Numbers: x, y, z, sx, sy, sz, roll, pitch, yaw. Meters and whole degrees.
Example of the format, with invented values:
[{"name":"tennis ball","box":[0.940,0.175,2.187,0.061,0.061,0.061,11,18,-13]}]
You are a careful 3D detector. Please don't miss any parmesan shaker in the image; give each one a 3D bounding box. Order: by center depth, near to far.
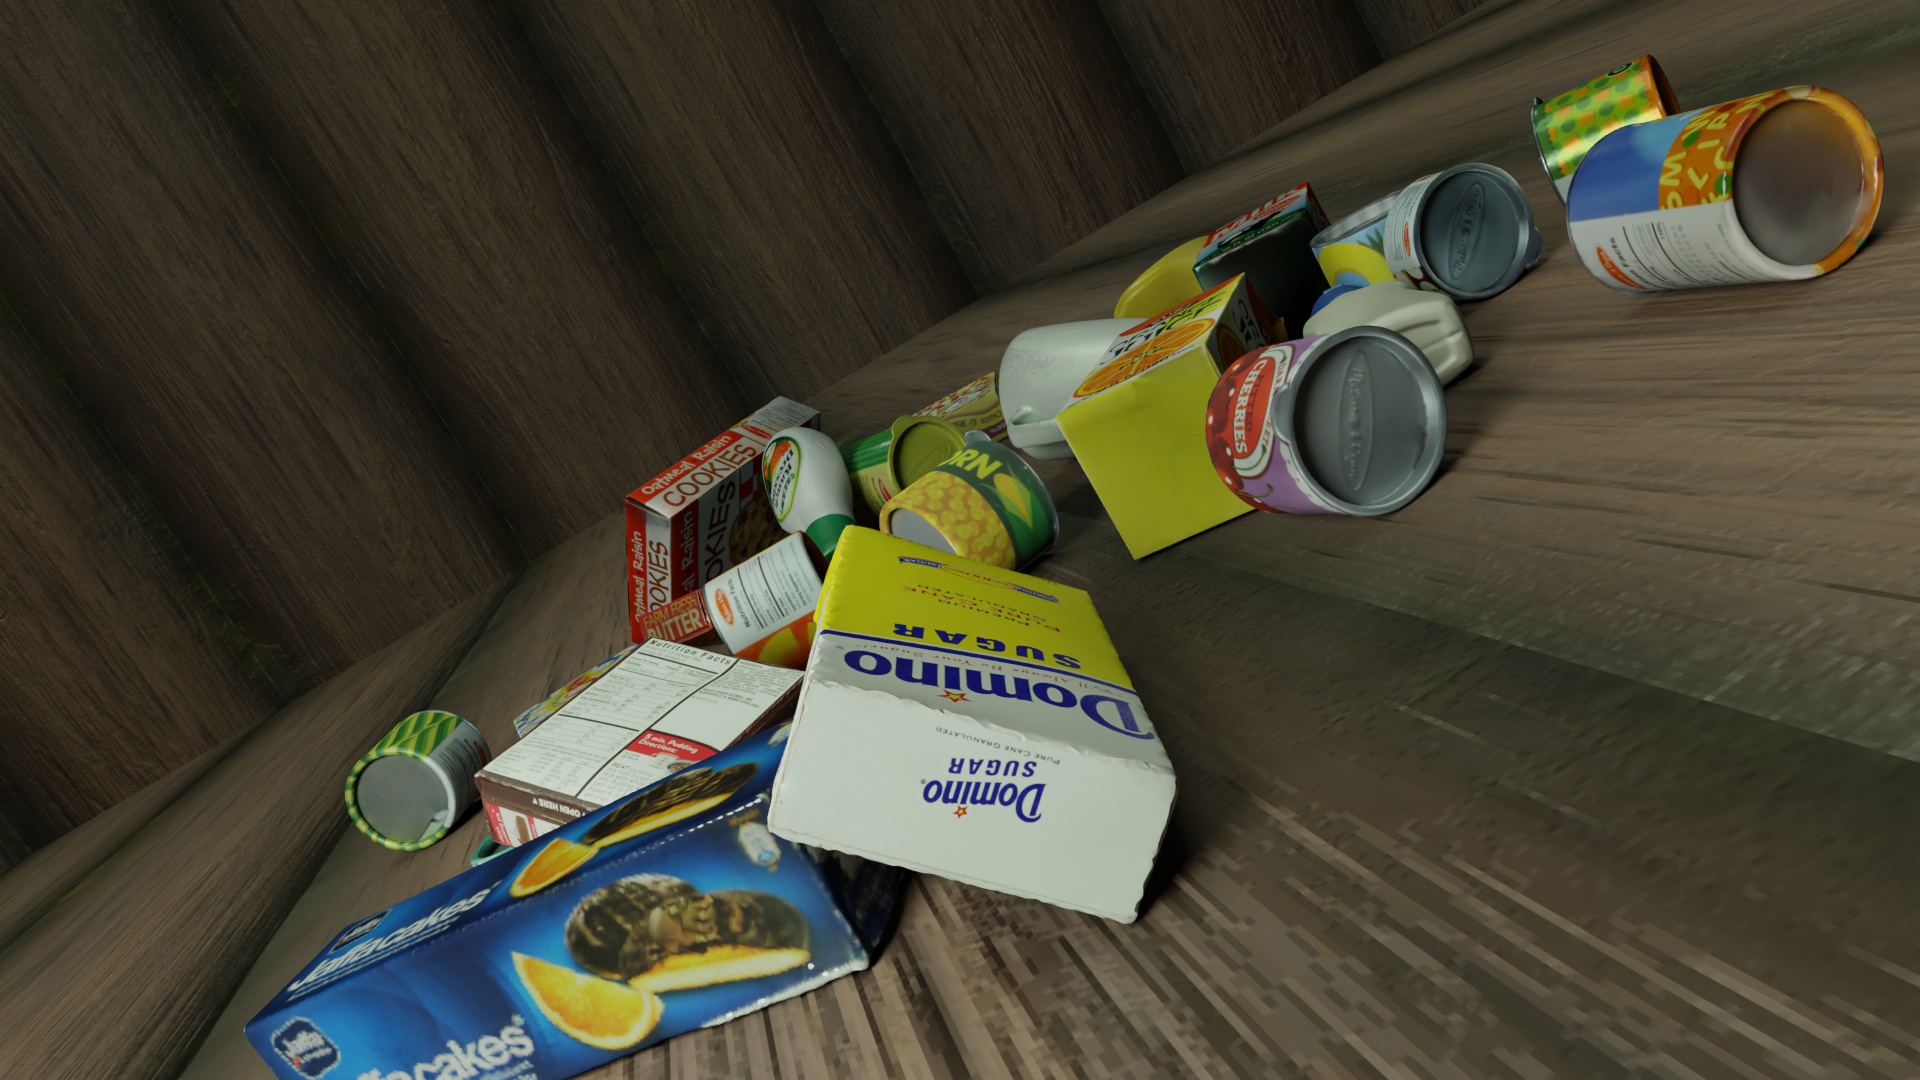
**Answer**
[{"name":"parmesan shaker","box":[-0.046,-0.044,0.933,0.071,0.071,0.103,-37,13,-31]}]

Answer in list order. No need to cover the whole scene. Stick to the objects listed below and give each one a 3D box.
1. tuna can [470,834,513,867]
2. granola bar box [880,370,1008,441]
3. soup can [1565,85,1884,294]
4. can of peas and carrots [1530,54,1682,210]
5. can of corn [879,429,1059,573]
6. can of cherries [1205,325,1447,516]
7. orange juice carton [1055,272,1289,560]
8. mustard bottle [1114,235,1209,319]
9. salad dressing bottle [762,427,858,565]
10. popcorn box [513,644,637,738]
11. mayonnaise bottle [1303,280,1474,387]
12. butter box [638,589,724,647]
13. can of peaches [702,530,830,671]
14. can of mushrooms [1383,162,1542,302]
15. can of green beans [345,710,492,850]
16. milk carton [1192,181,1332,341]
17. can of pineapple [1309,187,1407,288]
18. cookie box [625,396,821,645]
[{"name":"tuna can","box":[-0.173,0.131,0.595,0.071,0.032,0.071,-29,11,6]},{"name":"granola bar box","box":[-0.035,-0.077,1.123,0.165,0.039,0.124,-28,11,8]},{"name":"soup can","box":[0.278,-0.128,0.508,0.071,0.071,0.084,-31,12,-7]},{"name":"can of peas and carrots","box":[0.329,-0.204,0.701,0.058,0.071,0.071,-20,15,37]},{"name":"can of corn","box":[0.002,-0.008,0.666,0.058,0.071,0.071,-37,13,-28]},{"name":"can of cherries","box":[0.129,-0.043,0.505,0.072,0.071,0.058,-33,12,-15]},{"name":"orange juice carton","box":[0.111,-0.069,0.651,0.071,0.073,0.193,-25,12,25]},{"name":"mustard bottle","box":[0.155,-0.178,1.038,0.049,0.065,0.160,-39,10,-22]},{"name":"salad dressing bottle","box":[-0.091,-0.020,0.884,0.064,0.044,0.148,-67,29,23]},{"name":"popcorn box","box":[-0.202,0.101,0.784,0.085,0.038,0.126,-32,11,-18]},{"name":"mayonnaise bottle","box":[0.192,-0.095,0.650,0.064,0.041,0.148,-26,11,13]},{"name":"butter box","box":[-0.126,0.042,0.788,0.053,0.024,0.104,-22,-10,33]},{"name":"can of peaches","box":[-0.090,0.037,0.717,0.058,0.071,0.071,-30,11,2]},{"name":"can of mushrooms","box":[0.249,-0.151,0.691,0.071,0.071,0.033,-32,10,-9]},{"name":"can of green beans","box":[-0.322,0.143,0.827,0.071,0.071,0.058,-28,12,9]},{"name":"milk carton","box":[0.199,-0.170,0.866,0.072,0.073,0.191,-26,12,22]},{"name":"can of pineapple","box":[0.230,-0.149,0.739,0.071,0.057,0.071,-29,12,7]},{"name":"cookie box","box":[-0.163,-0.011,0.969,0.040,0.122,0.168,23,39,21]}]
